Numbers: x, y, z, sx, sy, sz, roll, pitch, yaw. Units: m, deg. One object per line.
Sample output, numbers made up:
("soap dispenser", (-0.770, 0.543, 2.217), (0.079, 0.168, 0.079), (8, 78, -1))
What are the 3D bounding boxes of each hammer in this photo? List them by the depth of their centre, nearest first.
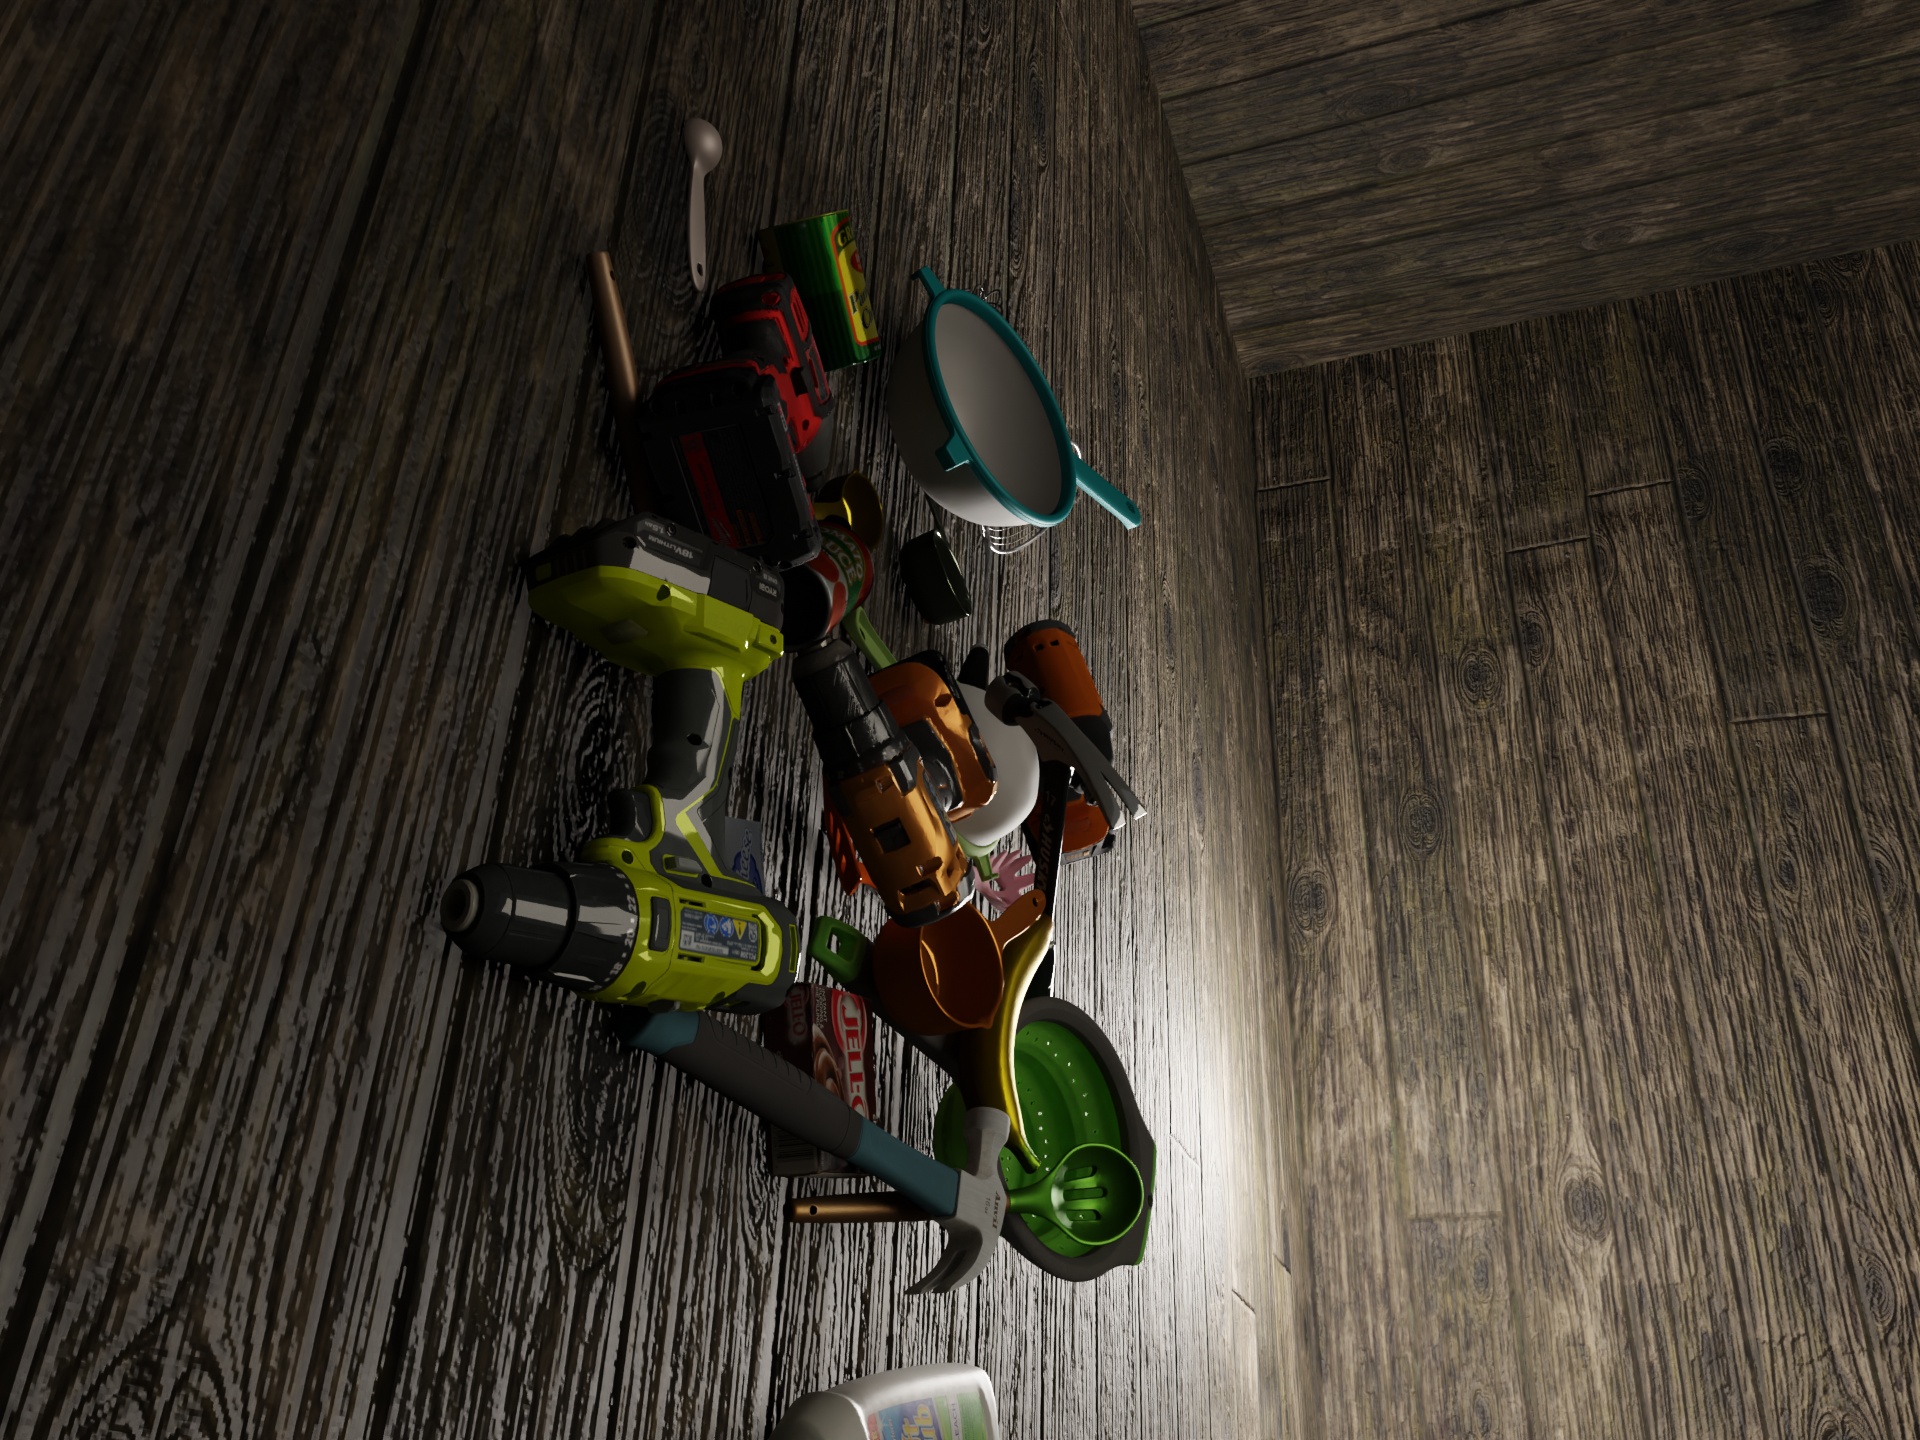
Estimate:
("hammer", (-0.072, 0.228, 0.901), (0.330, 0.033, 0.128), (44, 41, -40))
("hammer", (0.066, 0.160, 1.228), (0.149, 0.036, 0.408), (43, -36, 38))

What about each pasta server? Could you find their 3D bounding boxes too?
("pasta server", (0.000, 0.114, 1.274), (0.316, 0.040, 0.060), (36, 36, -64))

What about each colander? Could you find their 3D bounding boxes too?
("colander", (-0.003, 0.266, 1.148), (0.396, 0.094, 0.205), (46, 41, -32))

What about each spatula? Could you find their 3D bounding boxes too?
("spatula", (-0.172, -0.102, 0.889), (0.060, 0.018, 0.316), (-31, 113, -72))
("spatula", (-0.042, 0.116, 1.142), (0.322, 0.041, 0.081), (43, 25, -64))

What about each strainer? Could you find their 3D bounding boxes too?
("strainer", (-0.002, -0.004, 1.225), (0.256, 0.069, 0.152), (54, 32, -39))
("strainer", (0.039, -0.226, 1.377), (0.340, 0.095, 0.211), (27, 48, -51))

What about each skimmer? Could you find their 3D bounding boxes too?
("skimmer", (0.052, -0.107, 1.434), (0.127, 0.090, 0.364), (91, 6, -55))

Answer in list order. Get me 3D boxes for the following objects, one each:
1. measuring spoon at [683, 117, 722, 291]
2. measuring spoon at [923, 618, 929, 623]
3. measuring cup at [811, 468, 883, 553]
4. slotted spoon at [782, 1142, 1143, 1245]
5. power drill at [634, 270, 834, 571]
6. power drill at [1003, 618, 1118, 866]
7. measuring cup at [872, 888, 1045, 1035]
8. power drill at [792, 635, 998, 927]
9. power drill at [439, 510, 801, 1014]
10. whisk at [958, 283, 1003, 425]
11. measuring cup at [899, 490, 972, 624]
("measuring spoon", (-0.163, -0.330, 1.016), (0.034, 0.018, 0.124), (37, 48, -65))
("measuring spoon", (-0.012, -0.104, 1.373), (0.117, 0.011, 0.021), (-46, 125, -67))
("measuring cup", (-0.105, -0.141, 1.110), (0.156, 0.029, 0.062), (-20, 101, -59))
("slotted spoon", (0.009, 0.314, 1.042), (0.313, 0.031, 0.070), (13, 68, -43))
("power drill", (-0.121, -0.175, 0.961), (0.220, 0.078, 0.143), (-84, 162, -60))
("power drill", (0.089, 0.040, 1.361), (0.226, 0.084, 0.164), (86, -13, -58))
("measuring cup", (0.002, 0.153, 1.082), (0.173, 0.052, 0.095), (-27, 95, -58))
("power drill", (-0.044, 0.016, 1.052), (0.226, 0.084, 0.185), (-70, 136, -74))
("power drill", (-0.157, 0.023, 0.765), (0.190, 0.080, 0.229), (22, 61, -50))
("whisk", (0.004, -0.323, 1.467), (0.055, 0.055, 0.239), (62, 30, -45))
("measuring cup", (-0.031, -0.148, 1.317), (0.083, 0.038, 0.168), (55, 15, -50))
